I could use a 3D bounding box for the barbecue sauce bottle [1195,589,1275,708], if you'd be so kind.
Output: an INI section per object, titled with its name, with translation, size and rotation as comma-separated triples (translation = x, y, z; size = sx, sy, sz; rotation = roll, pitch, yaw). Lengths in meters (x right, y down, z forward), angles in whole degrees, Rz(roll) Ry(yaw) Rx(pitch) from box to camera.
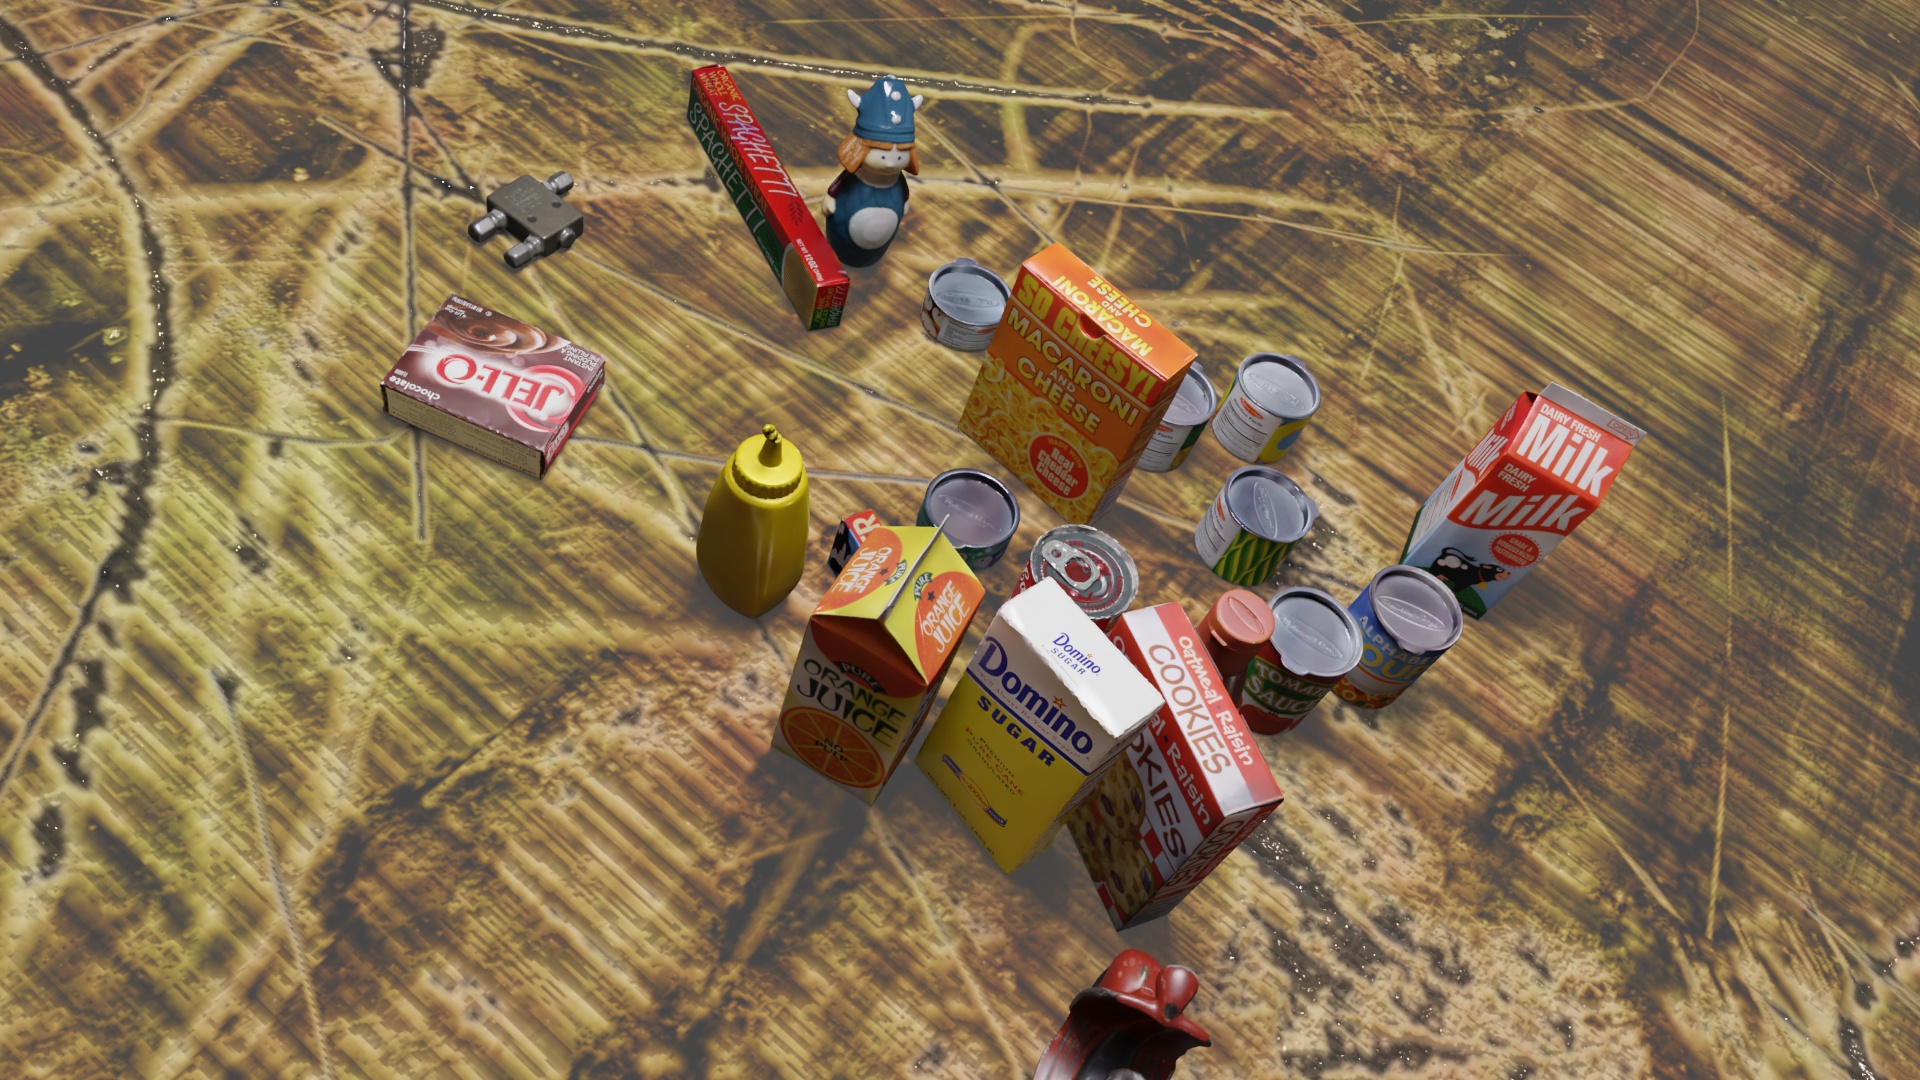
[barbecue sauce bottle]
translation = 0.142, 0.084, 0.837
size = 0.044, 0.147, 0.065
rotation = -28, 67, -32

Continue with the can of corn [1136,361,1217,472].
[can of corn]
translation = 0.149, -0.094, 1.027
size = 0.071, 0.058, 0.071
rotation = 9, 53, -11

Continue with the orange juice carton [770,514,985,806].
[orange juice carton]
translation = -0.044, 0.063, 0.766
size = 0.073, 0.191, 0.072
rotation = 30, 52, 5

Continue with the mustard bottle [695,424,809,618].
[mustard bottle]
translation = -0.118, -0.017, 0.822
size = 0.065, 0.159, 0.049
rotation = 41, 54, 13

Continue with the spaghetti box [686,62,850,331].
[spaghetti box]
translation = -0.151, -0.267, 1.064
size = 0.029, 0.050, 0.251
rotation = -16, 61, -27

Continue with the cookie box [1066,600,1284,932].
[cookie box]
translation = 0.105, 0.130, 0.780
size = 0.040, 0.166, 0.123
rotation = -11, 59, -24

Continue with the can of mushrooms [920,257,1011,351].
[can of mushrooms]
translation = 0.004, -0.180, 1.060
size = 0.071, 0.033, 0.071
rotation = 9, 53, -11

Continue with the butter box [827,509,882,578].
[butter box]
translation = -0.046, 0.036, 0.874
size = 0.024, 0.052, 0.104
rotation = -20, 63, -28

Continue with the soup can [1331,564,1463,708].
[soup can]
translation = 0.286, 0.068, 0.935
size = 0.071, 0.083, 0.072
rotation = 9, 53, -11

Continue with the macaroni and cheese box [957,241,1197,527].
[macaroni and cheese box]
translation = 0.074, -0.099, 0.938
size = 0.124, 0.165, 0.040
rotation = 42, 54, 14

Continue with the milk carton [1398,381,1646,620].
[milk carton]
translation = 0.390, -0.033, 0.974
size = 0.072, 0.189, 0.074
rotation = 30, 52, 5

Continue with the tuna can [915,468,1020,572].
[tuna can]
translation = 0.003, -0.012, 0.937
size = 0.071, 0.032, 0.071
rotation = 9, 53, -11

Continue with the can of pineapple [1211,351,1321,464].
[can of pineapple]
translation = 0.233, -0.101, 1.058
size = 0.071, 0.057, 0.071
rotation = 9, 53, -11

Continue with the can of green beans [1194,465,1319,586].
[can of green beans]
translation = 0.207, -0.010, 0.983
size = 0.071, 0.057, 0.071
rotation = 9, 53, -11

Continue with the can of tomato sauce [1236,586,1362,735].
[can of tomato sauce]
translation = 0.211, 0.081, 0.903
size = 0.071, 0.082, 0.071
rotation = 9, 53, -11
